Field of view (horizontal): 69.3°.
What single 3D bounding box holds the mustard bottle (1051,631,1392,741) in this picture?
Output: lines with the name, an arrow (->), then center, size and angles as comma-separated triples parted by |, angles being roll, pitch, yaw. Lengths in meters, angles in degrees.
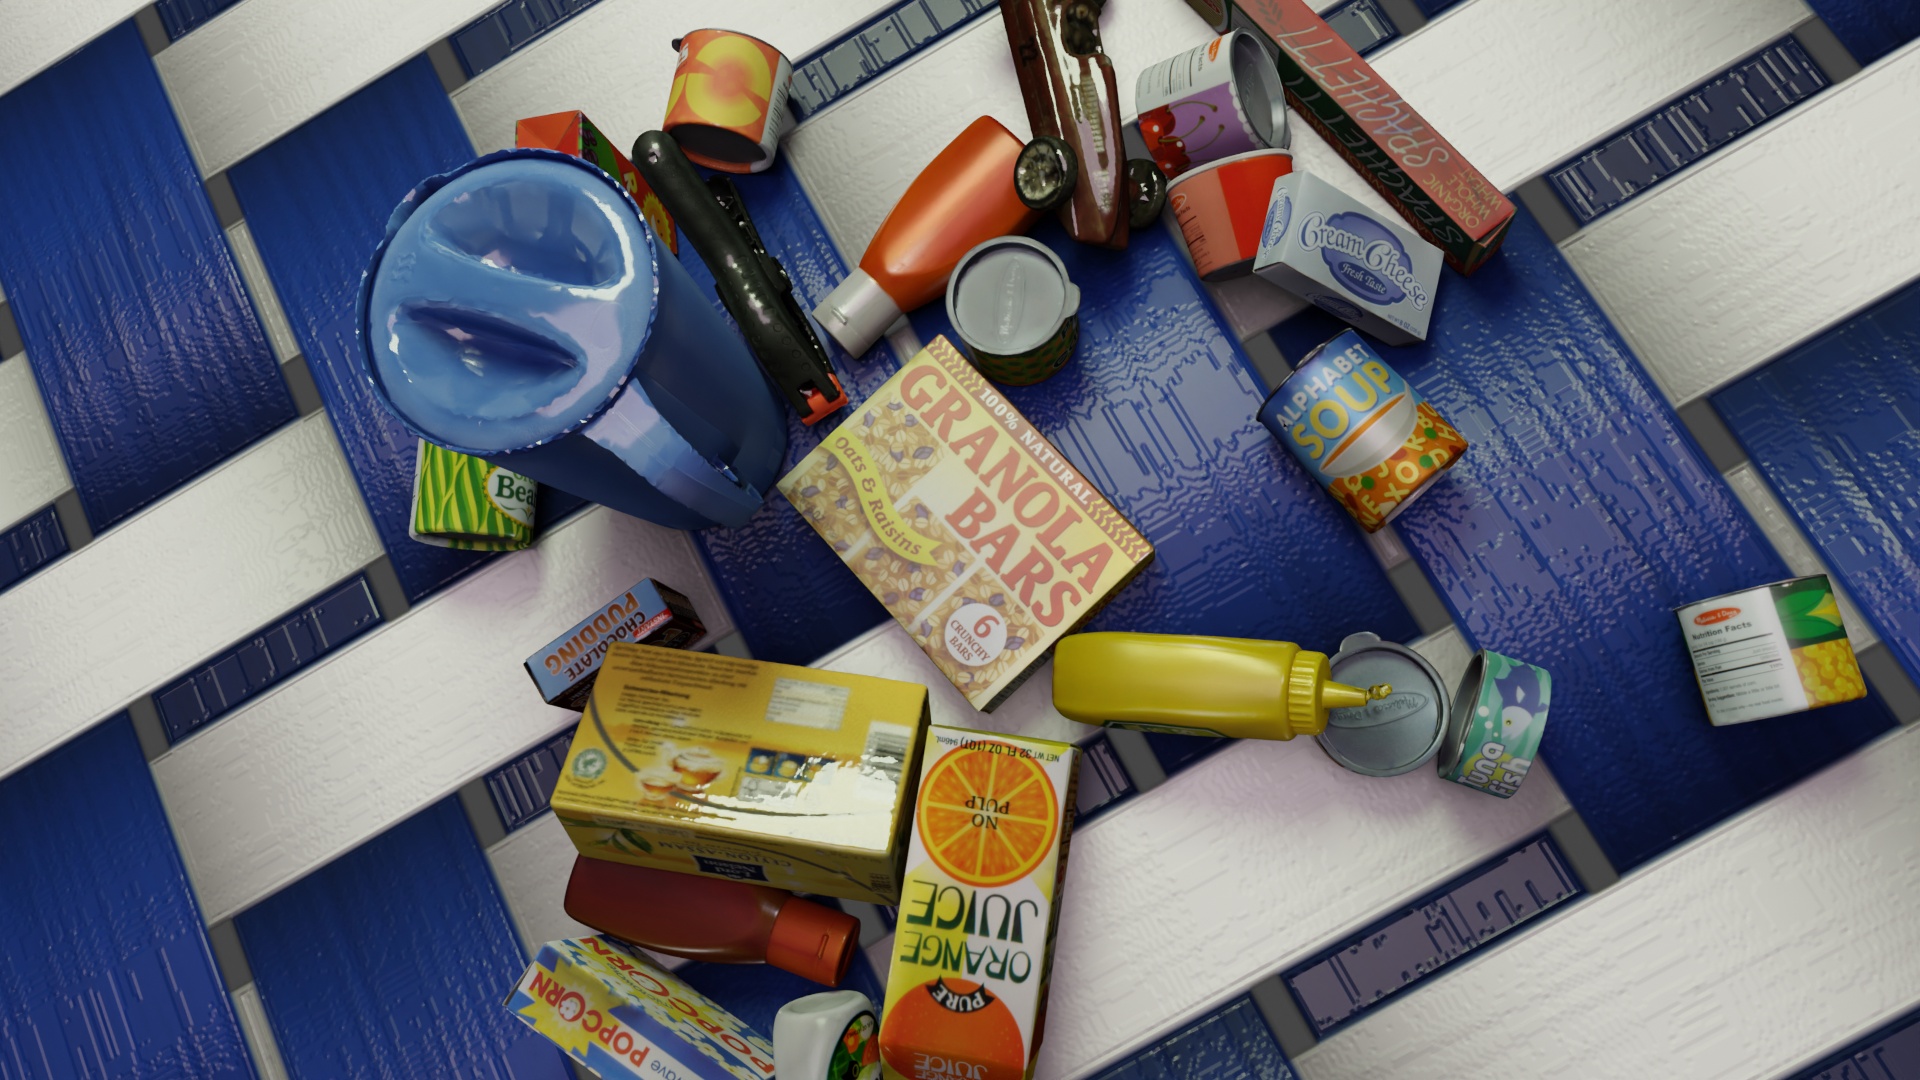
mustard bottle -> 0.126, 0.071, 0.674 | 0.160, 0.065, 0.049 | 1, 81, 27

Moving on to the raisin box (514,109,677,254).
raisin box -> -0.197, -0.168, 0.764 | 0.040, 0.123, 0.086 | -6, 78, 10

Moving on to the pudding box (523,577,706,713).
pudding box -> -0.186, 0.058, 0.753 | 0.084, 0.049, 0.030 | -34, 72, 2

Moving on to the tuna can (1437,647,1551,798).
tuna can -> 0.253, 0.089, 0.661 | 0.033, 0.071, 0.071 | 18, 82, 12

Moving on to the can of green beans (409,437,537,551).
can of green beans -> -0.271, -0.027, 0.777 | 0.071, 0.071, 0.058 | 0, 79, 10

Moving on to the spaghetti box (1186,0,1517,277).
spaghetti box -> 0.199, -0.244, 0.749 | 0.028, 0.050, 0.250 | -40, 75, 2

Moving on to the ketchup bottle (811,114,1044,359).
ketchup bottle -> -0.018, -0.165, 0.773 | 0.149, 0.043, 0.065 | -44, 80, -1

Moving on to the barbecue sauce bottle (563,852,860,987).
barbecue sauce bottle -> -0.127, 0.189, 0.719 | 0.148, 0.043, 0.065 | 16, 75, 12

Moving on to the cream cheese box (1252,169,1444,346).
cream cheese box -> 0.200, -0.144, 0.713 | 0.104, 0.024, 0.053 | 20, 79, -27

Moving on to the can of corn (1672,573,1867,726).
can of corn -> 0.380, 0.052, 0.650 | 0.071, 0.071, 0.058 | -13, 78, 7

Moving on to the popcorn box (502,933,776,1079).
popcorn box -> -0.151, 0.246, 0.690 | 0.127, 0.085, 0.038 | 29, 84, 15

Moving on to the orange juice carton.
orange juice carton -> 0.010, 0.191, 0.680 | 0.072, 0.073, 0.193 | 7, 80, 11

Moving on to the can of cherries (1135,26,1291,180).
can of cherries -> 0.135, -0.228, 0.741 | 0.058, 0.071, 0.071 | -13, 75, 35

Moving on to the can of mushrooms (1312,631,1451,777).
can of mushrooms -> 0.206, 0.082, 0.689 | 0.071, 0.033, 0.071 | -2, 79, 10

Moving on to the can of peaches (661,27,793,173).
can of peaches -> -0.136, -0.252, 0.800 | 0.071, 0.071, 0.058 | 8, 81, 11

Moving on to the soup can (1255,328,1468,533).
soup can -> 0.201, -0.055, 0.698 | 0.071, 0.071, 0.084 | -41, 75, 0

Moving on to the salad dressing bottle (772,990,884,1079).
salad dressing bottle -> -0.057, 0.300, 0.679 | 0.044, 0.064, 0.147 | -12, 85, 27

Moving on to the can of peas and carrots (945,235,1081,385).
can of peas and carrots -> 0.032, -0.122, 0.748 | 0.071, 0.058, 0.071 | -2, 79, 9

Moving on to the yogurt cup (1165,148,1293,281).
yogurt cup -> 0.148, -0.170, 0.735 | 0.072, 0.072, 0.054 | -14, 89, 7

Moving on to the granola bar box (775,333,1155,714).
granola bar box -> 0.003, -0.009, 0.740 | 0.124, 0.039, 0.166 | -43, 75, 0
